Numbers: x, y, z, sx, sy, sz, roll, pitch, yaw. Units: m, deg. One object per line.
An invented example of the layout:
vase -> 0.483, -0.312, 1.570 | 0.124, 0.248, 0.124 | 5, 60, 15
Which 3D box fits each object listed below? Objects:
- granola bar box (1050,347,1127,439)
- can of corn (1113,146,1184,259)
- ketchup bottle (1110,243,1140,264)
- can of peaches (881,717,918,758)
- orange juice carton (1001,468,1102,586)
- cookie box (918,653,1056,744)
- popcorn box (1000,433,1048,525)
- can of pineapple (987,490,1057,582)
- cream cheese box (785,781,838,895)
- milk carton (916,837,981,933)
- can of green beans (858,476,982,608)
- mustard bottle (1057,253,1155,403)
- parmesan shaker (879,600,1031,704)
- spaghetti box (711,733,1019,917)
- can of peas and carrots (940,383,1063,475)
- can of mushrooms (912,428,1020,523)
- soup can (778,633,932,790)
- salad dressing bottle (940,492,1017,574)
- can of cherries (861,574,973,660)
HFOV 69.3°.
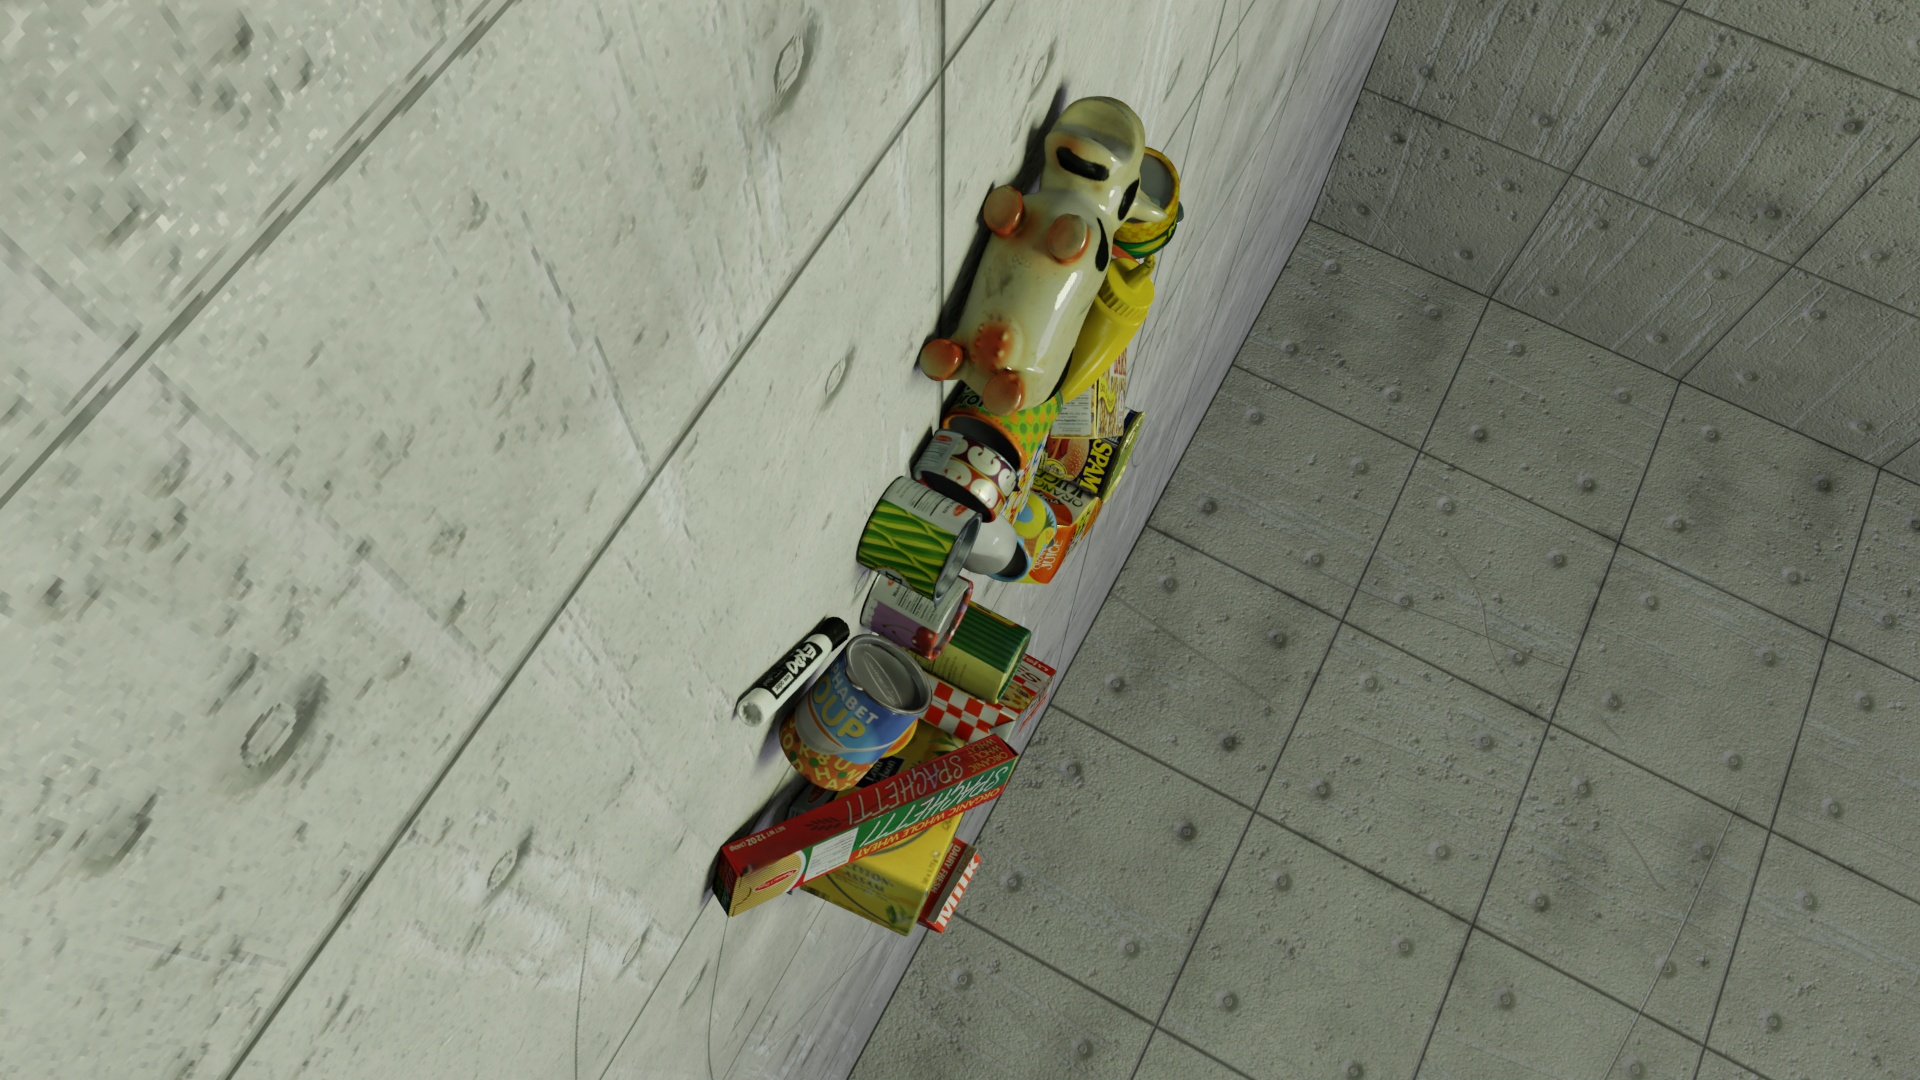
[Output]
granola bar box -> 0.108, -0.146, 1.141 | 0.166, 0.039, 0.124 | -20, 112, -75
can of corn -> 0.132, -0.252, 1.035 | 0.071, 0.071, 0.058 | -62, 169, -7
ketchup bottle -> 0.074, -0.153, 1.030 | 0.149, 0.065, 0.043 | -55, 175, 0
can of peaches -> -0.066, 0.124, 1.007 | 0.071, 0.071, 0.058 | -61, 170, -14
orange juice carton -> 0.084, -0.023, 1.361 | 0.194, 0.073, 0.071 | -47, 161, -56
cookie box -> 0.005, 0.117, 1.176 | 0.040, 0.123, 0.168 | -67, 169, 13
popcorn box -> 0.033, -0.052, 1.135 | 0.085, 0.038, 0.126 | -54, 166, -40
can of pineapple -> 0.046, -0.004, 1.227 | 0.058, 0.071, 0.070 | -53, 166, -42
cream cheese box -> -0.123, 0.231, 1.110 | 0.054, 0.024, 0.103 | -48, 162, -50
milk carton -> -0.050, 0.280, 1.195 | 0.072, 0.073, 0.190 | -59, -157, -18
can of green beans -> -0.026, -0.001, 0.910 | 0.071, 0.058, 0.071 | -60, 169, -19
mustard bottle -> 0.088, -0.146, 0.933 | 0.049, 0.065, 0.159 | -35, 178, -38
parmesan shaker -> -0.004, 0.078, 1.095 | 0.071, 0.103, 0.071 | -60, 169, -19
spaghetti box -> -0.063, 0.202, 1.008 | 0.251, 0.029, 0.049 | -17, 140, -37
can of peas and carrots -> 0.027, -0.087, 0.947 | 0.059, 0.071, 0.070 | -57, 168, -26
can of mushrooms -> 0.005, -0.041, 0.930 | 0.033, 0.071, 0.071 | -58, 169, -16
soup can -> -0.071, 0.112, 0.901 | 0.083, 0.071, 0.071 | -49, 177, 26
salad dressing bottle -> 0.004, -0.013, 1.035 | 0.147, 0.064, 0.044 | 53, 54, -70
can of cherries -> -0.031, 0.047, 1.008 | 0.072, 0.058, 0.071 | -60, 169, -20
